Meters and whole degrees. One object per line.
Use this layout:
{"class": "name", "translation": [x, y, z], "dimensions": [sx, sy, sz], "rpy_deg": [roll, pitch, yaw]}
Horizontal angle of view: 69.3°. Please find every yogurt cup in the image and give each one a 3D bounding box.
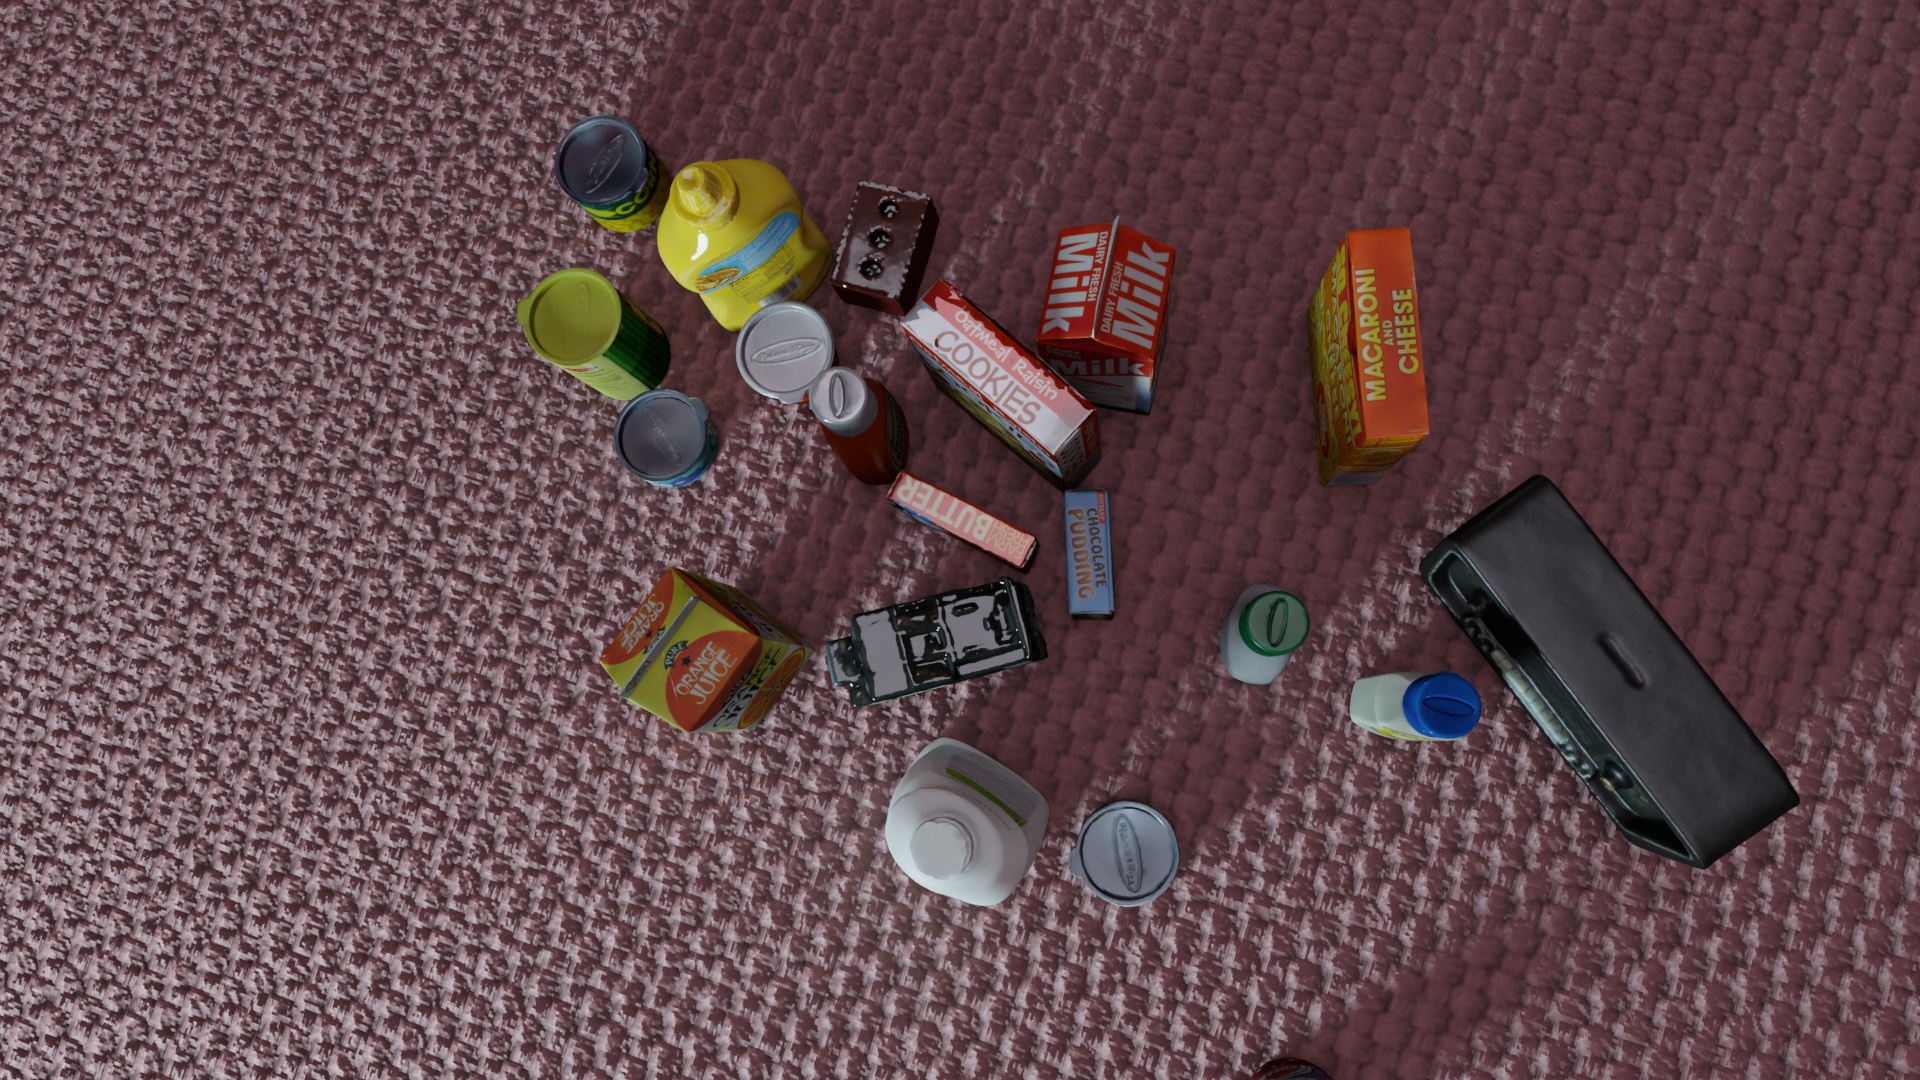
{"class": "yogurt cup", "translation": [-0.116, -0.126, 0.960], "dimensions": [0.072, 0.054, 0.072], "rpy_deg": [-1, 82, 7]}

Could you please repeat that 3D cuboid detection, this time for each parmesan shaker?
{"class": "parmesan shaker", "translation": [-0.249, -0.140, 0.953], "dimensions": [0.071, 0.103, 0.071], "rpy_deg": [-1, 83, 7]}

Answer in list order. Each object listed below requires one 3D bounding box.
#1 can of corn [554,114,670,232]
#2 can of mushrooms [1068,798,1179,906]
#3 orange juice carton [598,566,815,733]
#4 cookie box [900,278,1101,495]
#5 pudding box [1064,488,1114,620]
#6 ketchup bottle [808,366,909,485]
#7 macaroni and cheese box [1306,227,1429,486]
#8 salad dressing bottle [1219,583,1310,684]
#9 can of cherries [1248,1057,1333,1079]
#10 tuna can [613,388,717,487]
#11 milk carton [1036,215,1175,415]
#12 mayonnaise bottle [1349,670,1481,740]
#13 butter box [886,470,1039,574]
{"class": "can of corn", "translation": [-0.245, -0.259, 0.991], "dimensions": [0.071, 0.058, 0.071], "rpy_deg": [-1, 83, 7]}
{"class": "can of mushrooms", "translation": [0.106, 0.202, 0.901], "dimensions": [0.071, 0.033, 0.071], "rpy_deg": [-1, 82, 7]}
{"class": "orange juice carton", "translation": [-0.159, 0.070, 0.868], "dimensions": [0.073, 0.192, 0.072], "rpy_deg": [37, 88, 10]}
{"class": "cookie box", "translation": [0.031, -0.092, 0.881], "dimensions": [0.123, 0.167, 0.040], "rpy_deg": [41, 89, 10]}
{"class": "pudding box", "translation": [0.086, 0.010, 0.921], "dimensions": [0.030, 0.049, 0.084], "rpy_deg": [-3, 82, 6]}
{"class": "ketchup bottle", "translation": [-0.065, -0.077, 0.900], "dimensions": [0.043, 0.148, 0.065], "rpy_deg": [-4, 82, 6]}
{"class": "macaroni and cheese box", "translation": [0.247, -0.107, 0.859], "dimensions": [0.040, 0.166, 0.124], "rpy_deg": [-4, 82, 6]}
{"class": "salad dressing bottle", "translation": [0.187, 0.055, 0.853], "dimensions": [0.044, 0.147, 0.064], "rpy_deg": [11, 84, 8]}
{"class": "can of cherries", "translation": [0.207, 0.356, 0.856], "dimensions": [0.071, 0.058, 0.071], "rpy_deg": [-1, 83, 7]}
{"class": "tuna can", "translation": [-0.204, -0.073, 0.974], "dimensions": [0.071, 0.033, 0.071], "rpy_deg": [-1, 82, 7]}
{"class": "milk carton", "translation": [0.092, -0.138, 0.869], "dimensions": [0.073, 0.190, 0.072], "rpy_deg": [11, 84, 8]}
{"class": "mayonnaise bottle", "translation": [0.277, 0.100, 0.837], "dimensions": [0.065, 0.148, 0.041], "rpy_deg": [10, 84, 8]}
{"class": "butter box", "translation": [0.003, -0.012, 0.932], "dimensions": [0.103, 0.053, 0.024], "rpy_deg": [27, 87, 9]}
